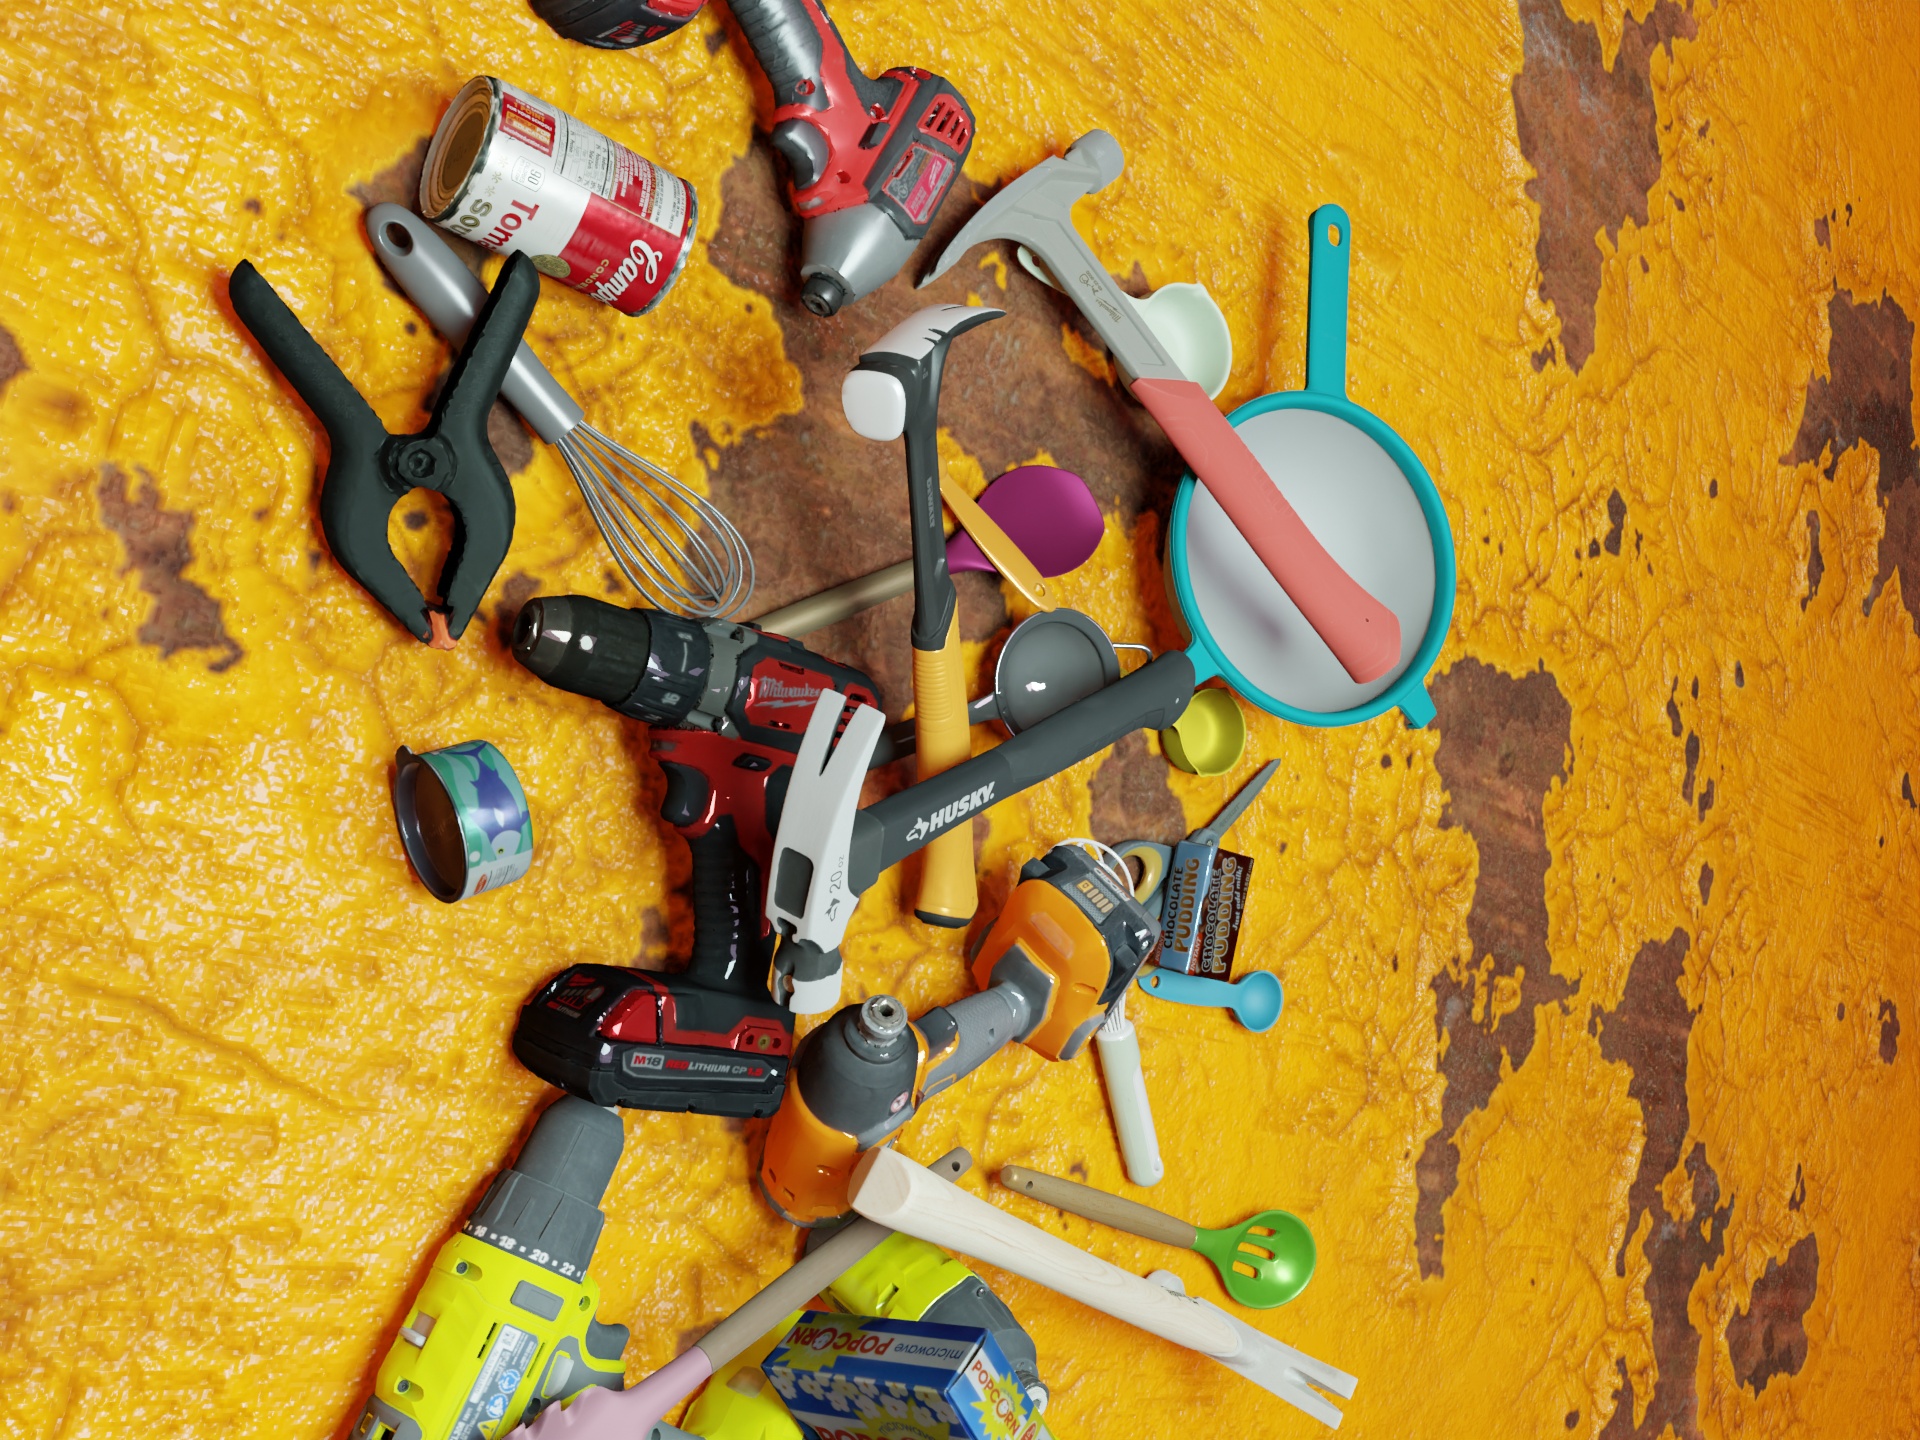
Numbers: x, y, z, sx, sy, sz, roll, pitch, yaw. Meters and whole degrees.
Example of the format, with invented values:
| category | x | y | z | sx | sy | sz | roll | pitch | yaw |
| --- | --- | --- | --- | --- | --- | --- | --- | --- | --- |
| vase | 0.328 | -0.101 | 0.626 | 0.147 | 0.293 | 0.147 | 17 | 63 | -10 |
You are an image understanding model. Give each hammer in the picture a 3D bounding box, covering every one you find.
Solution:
| category | x | y | z | sx | sy | sz | roll | pitch | yaw |
| --- | --- | --- | --- | --- | --- | --- | --- | --- | --- |
| hammer | 0.135 | -0.161 | 0.926 | 0.149 | 0.037 | 0.359 | -43 | 101 | -21 |
| hammer | -0.010 | -0.037 | 0.803 | 0.127 | 0.034 | 0.336 | -55 | 149 | -51 |
| hammer | 0.027 | 0.018 | 0.810 | 0.335 | 0.035 | 0.146 | -25 | 130 | -48 |
| hammer | 0.079 | 0.304 | 0.853 | 0.410 | 0.146 | 0.038 | 41 | 71 | -46 |

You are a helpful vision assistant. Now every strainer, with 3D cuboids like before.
| category | x | y | z | sx | sy | sz | roll | pitch | yaw |
| --- | --- | --- | --- | --- | --- | --- | --- | --- | --- |
| strainer | 0.211 | -0.160 | 1.031 | 0.211 | 0.095 | 0.340 | 8 | 80 | -22 |
| strainer | -0.001 | -0.003 | 0.890 | 0.258 | 0.050 | 0.087 | -20 | 104 | -33 |

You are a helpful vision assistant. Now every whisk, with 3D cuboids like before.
| category | x | y | z | sx | sy | sz | roll | pitch | yaw |
| --- | --- | --- | --- | --- | --- | --- | --- | --- | --- |
| whisk | -0.179 | -0.136 | 0.724 | 0.238 | 0.055 | 0.055 | 50 | 61 | -26 |
| whisk | 0.094 | 0.183 | 0.979 | 0.058 | 0.059 | 0.246 | -51 | 132 | -61 |

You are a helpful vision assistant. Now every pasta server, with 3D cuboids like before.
| category | x | y | z | sx | sy | sz | roll | pitch | yaw |
| --- | --- | --- | --- | --- | --- | --- | --- | --- | --- |
| pasta server | -0.094 | 0.277 | 0.728 | 0.316 | 0.040 | 0.060 | -25 | 86 | -45 |

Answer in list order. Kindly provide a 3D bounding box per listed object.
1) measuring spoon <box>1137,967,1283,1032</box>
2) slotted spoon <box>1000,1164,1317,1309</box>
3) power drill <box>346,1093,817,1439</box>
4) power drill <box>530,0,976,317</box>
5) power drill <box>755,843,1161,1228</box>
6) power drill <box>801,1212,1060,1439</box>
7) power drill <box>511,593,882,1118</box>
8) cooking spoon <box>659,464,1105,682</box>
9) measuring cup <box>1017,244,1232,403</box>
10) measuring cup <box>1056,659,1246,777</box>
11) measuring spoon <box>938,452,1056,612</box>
| category | x | y | z | sx | sy | sz | roll | pitch | yaw |
| --- | --- | --- | --- | --- | --- | --- | --- | --- | --- |
| measuring spoon | 0.163 | 0.180 | 1.061 | 0.128 | 0.021 | 0.042 | 16 | 82 | -31 |
| slotted spoon | 0.131 | 0.323 | 1.019 | 0.313 | 0.031 | 0.070 | 30 | 83 | -39 |
| power drill | -0.152 | 0.300 | 0.746 | 0.228 | 0.080 | 0.191 | 40 | 61 | -33 |
| power drill | -0.091 | -0.310 | 0.777 | 0.219 | 0.079 | 0.143 | 41 | 66 | -38 |
| power drill | 0.001 | 0.155 | 0.826 | 0.226 | 0.084 | 0.164 | -29 | 153 | -38 |
| power drill | 0.014 | 0.368 | 0.833 | 0.080 | 0.171 | 0.223 | -36 | 119 | -25 |
| power drill | -0.138 | 0.059 | 0.737 | 0.187 | 0.080 | 0.227 | 18 | 83 | -41 |
| cooking spoon | -0.034 | -0.078 | 0.871 | 0.319 | 0.017 | 0.069 | -26 | 89 | -37 |
| measuring cup | 0.093 | -0.245 | 0.969 | 0.167 | 0.038 | 0.083 | 21 | 78 | -30 |
| measuring cup | 0.116 | -0.010 | 1.009 | 0.156 | 0.029 | 0.062 | 24 | 76 | -27 |
| measuring spoon | 0.017 | -0.107 | 0.896 | 0.117 | 0.011 | 0.021 | 49 | 54 | -10 |
